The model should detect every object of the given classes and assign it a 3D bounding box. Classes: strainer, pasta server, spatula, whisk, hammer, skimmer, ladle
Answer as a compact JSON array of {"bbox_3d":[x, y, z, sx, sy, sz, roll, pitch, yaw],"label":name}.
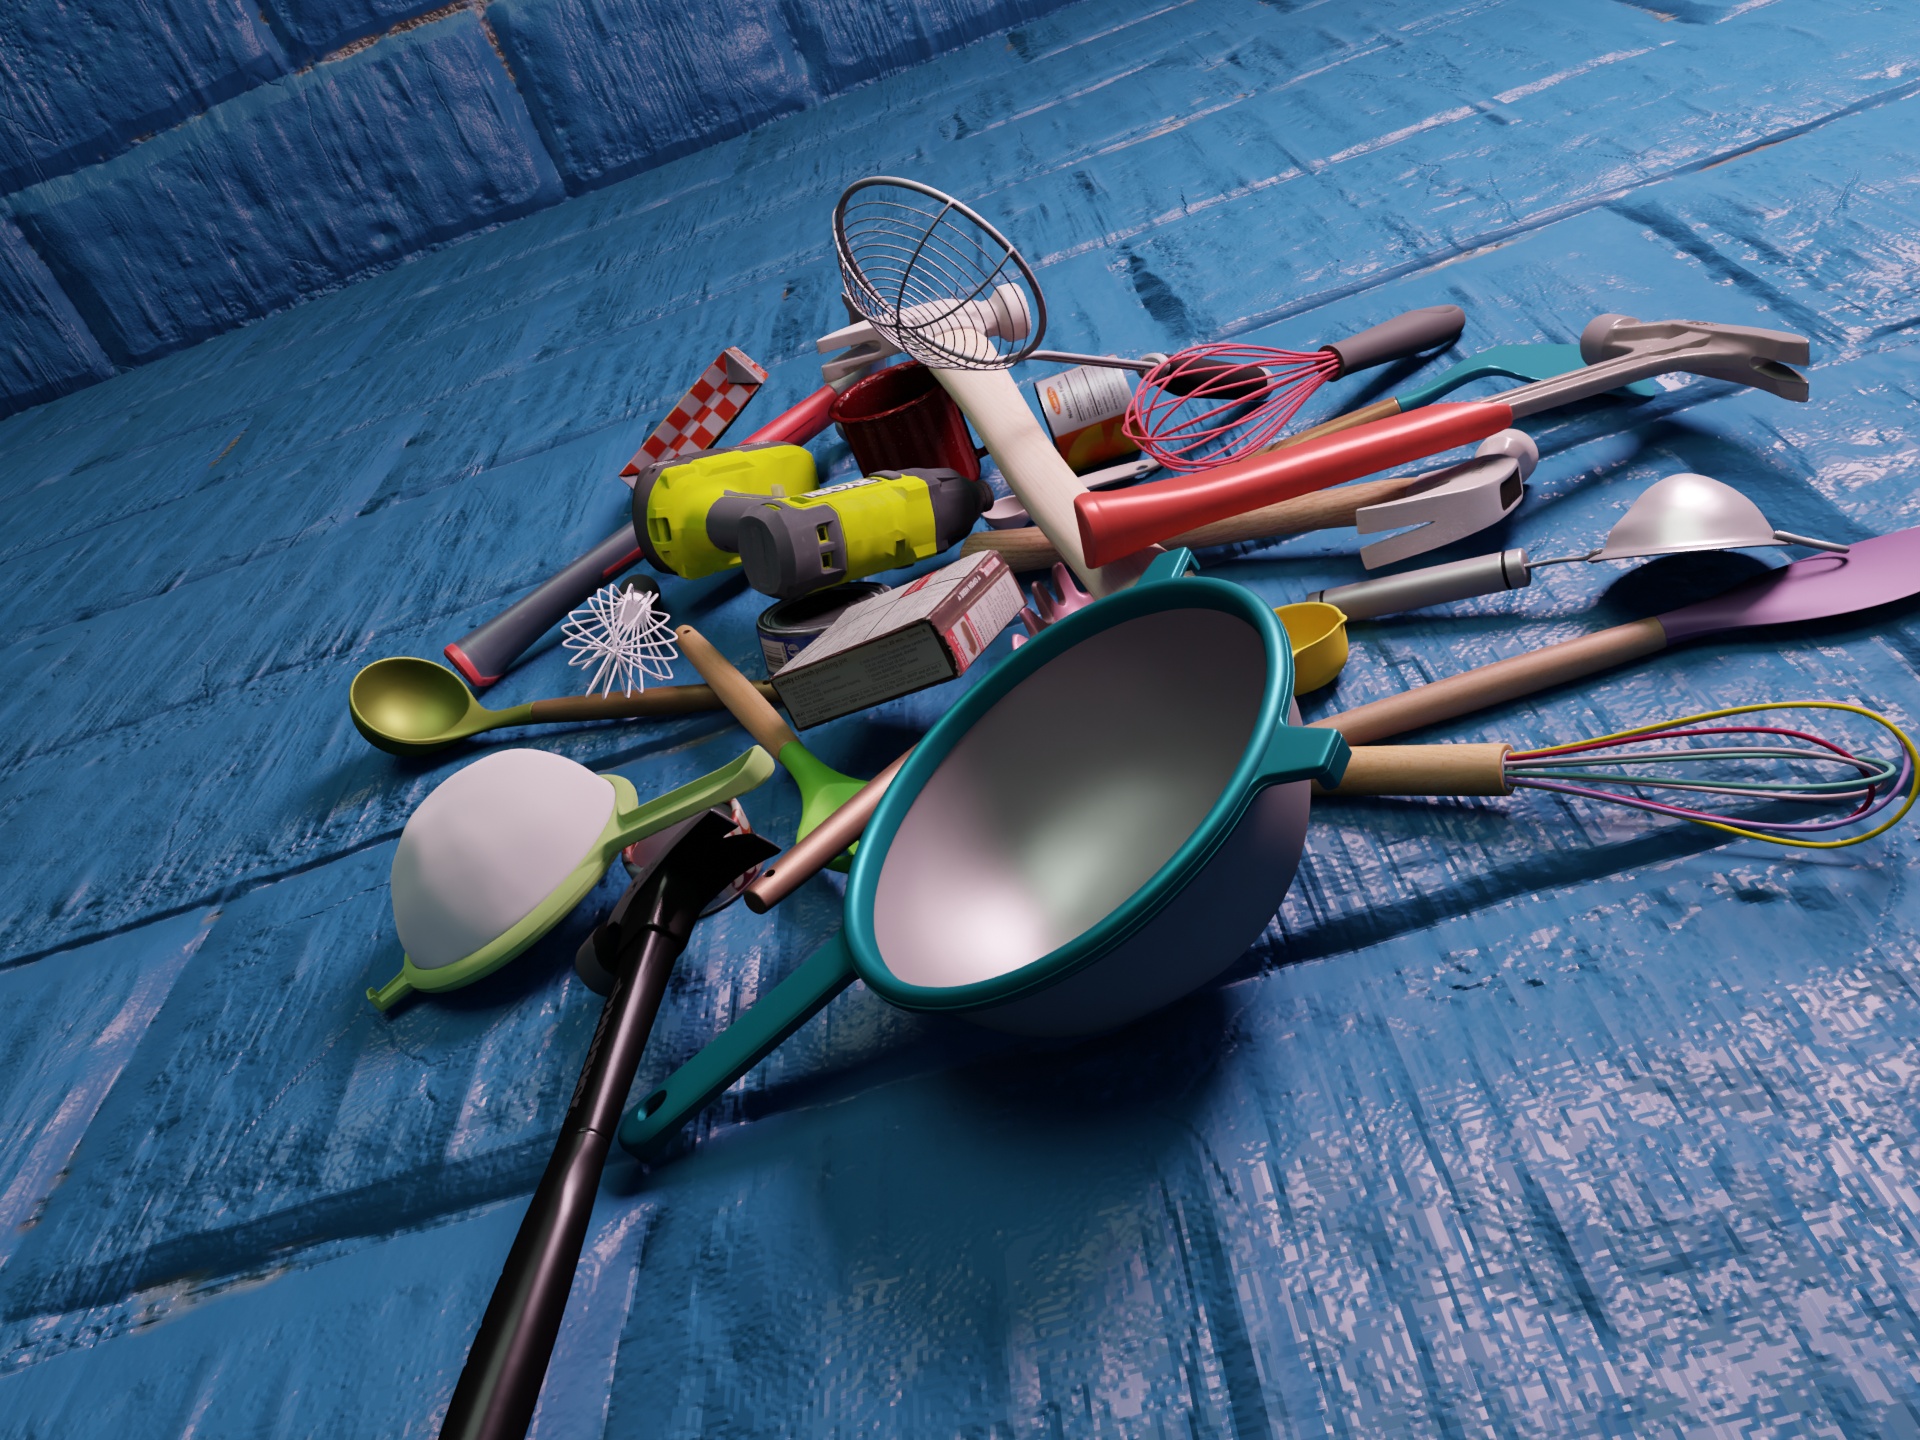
[{"bbox_3d":[0.013,0.090,0.641,0.340,0.095,0.211,-40,26,10],"label":"strainer"},{"bbox_3d":[-0.001,-0.003,0.789,0.060,0.040,0.316,3,30,39],"label":"pasta server"},{"bbox_3d":[0.284,-0.030,0.702,0.316,0.018,0.060,-17,24,7],"label":"spatula"},{"bbox_3d":[-0.210,-0.064,1.007,0.070,0.070,0.285,-24,14,-3],"label":"whisk"},{"bbox_3d":[-0.206,-0.159,1.143,0.386,0.143,0.038,-40,71,-19],"label":"hammer"},{"bbox_3d":[0.271,-0.076,0.754,0.258,0.050,0.087,-11,1,30],"label":"strainer"},{"bbox_3d":[-0.145,0.174,0.600,0.146,0.035,0.335,-45,22,36],"label":"hammer"},{"bbox_3d":[0.239,-0.165,0.946,0.317,0.044,0.082,-21,31,12],"label":"spatula"},{"bbox_3d":[0.079,-0.242,0.933,0.127,0.090,0.363,12,13,43],"label":"skimmer"},{"bbox_3d":[0.230,-0.141,0.800,0.359,0.036,0.149,-18,23,-10],"label":"hammer"},{"bbox_3d":[-0.249,-0.017,1.000,0.320,0.062,0.078,-4,33,24],"label":"ladle"},{"bbox_3d":[0.143,-0.109,0.895,0.331,0.031,0.130,-4,22,34],"label":"hammer"},{"bbox_3d":[-0.204,0.046,0.794,0.256,0.069,0.152,-23,28,31],"label":"strainer"},{"bbox_3d":[0.027,-0.158,0.936,0.146,0.038,0.411,-17,38,-8],"label":"hammer"},{"bbox_3d":[0.213,-0.215,0.976,0.296,0.073,0.073,-25,27,-31],"label":"whisk"},{"bbox_3d":[0.238,0.023,0.630,0.245,0.047,0.051,-2,24,39],"label":"whisk"}]

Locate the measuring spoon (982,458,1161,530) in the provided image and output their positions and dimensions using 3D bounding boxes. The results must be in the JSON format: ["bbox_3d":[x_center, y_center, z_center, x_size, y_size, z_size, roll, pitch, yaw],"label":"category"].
[{"bbox_3d":[0.075,-0.145,1.034,0.124,0.018,0.034,-18,28,-6],"label":"measuring spoon"}]

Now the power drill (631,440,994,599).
[{"bbox_3d":[-0.100,-0.133,1.032,0.171,0.080,0.223,-20,22,-33],"label":"power drill"}]

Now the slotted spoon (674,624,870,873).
[{"bbox_3d":[-0.099,0.007,0.866,0.070,0.031,0.314,-26,34,-17],"label":"slotted spoon"}]

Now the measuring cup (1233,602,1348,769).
[{"bbox_3d":[0.147,-0.007,0.734,0.062,0.029,0.157,-10,28,24],"label":"measuring cup"}]
